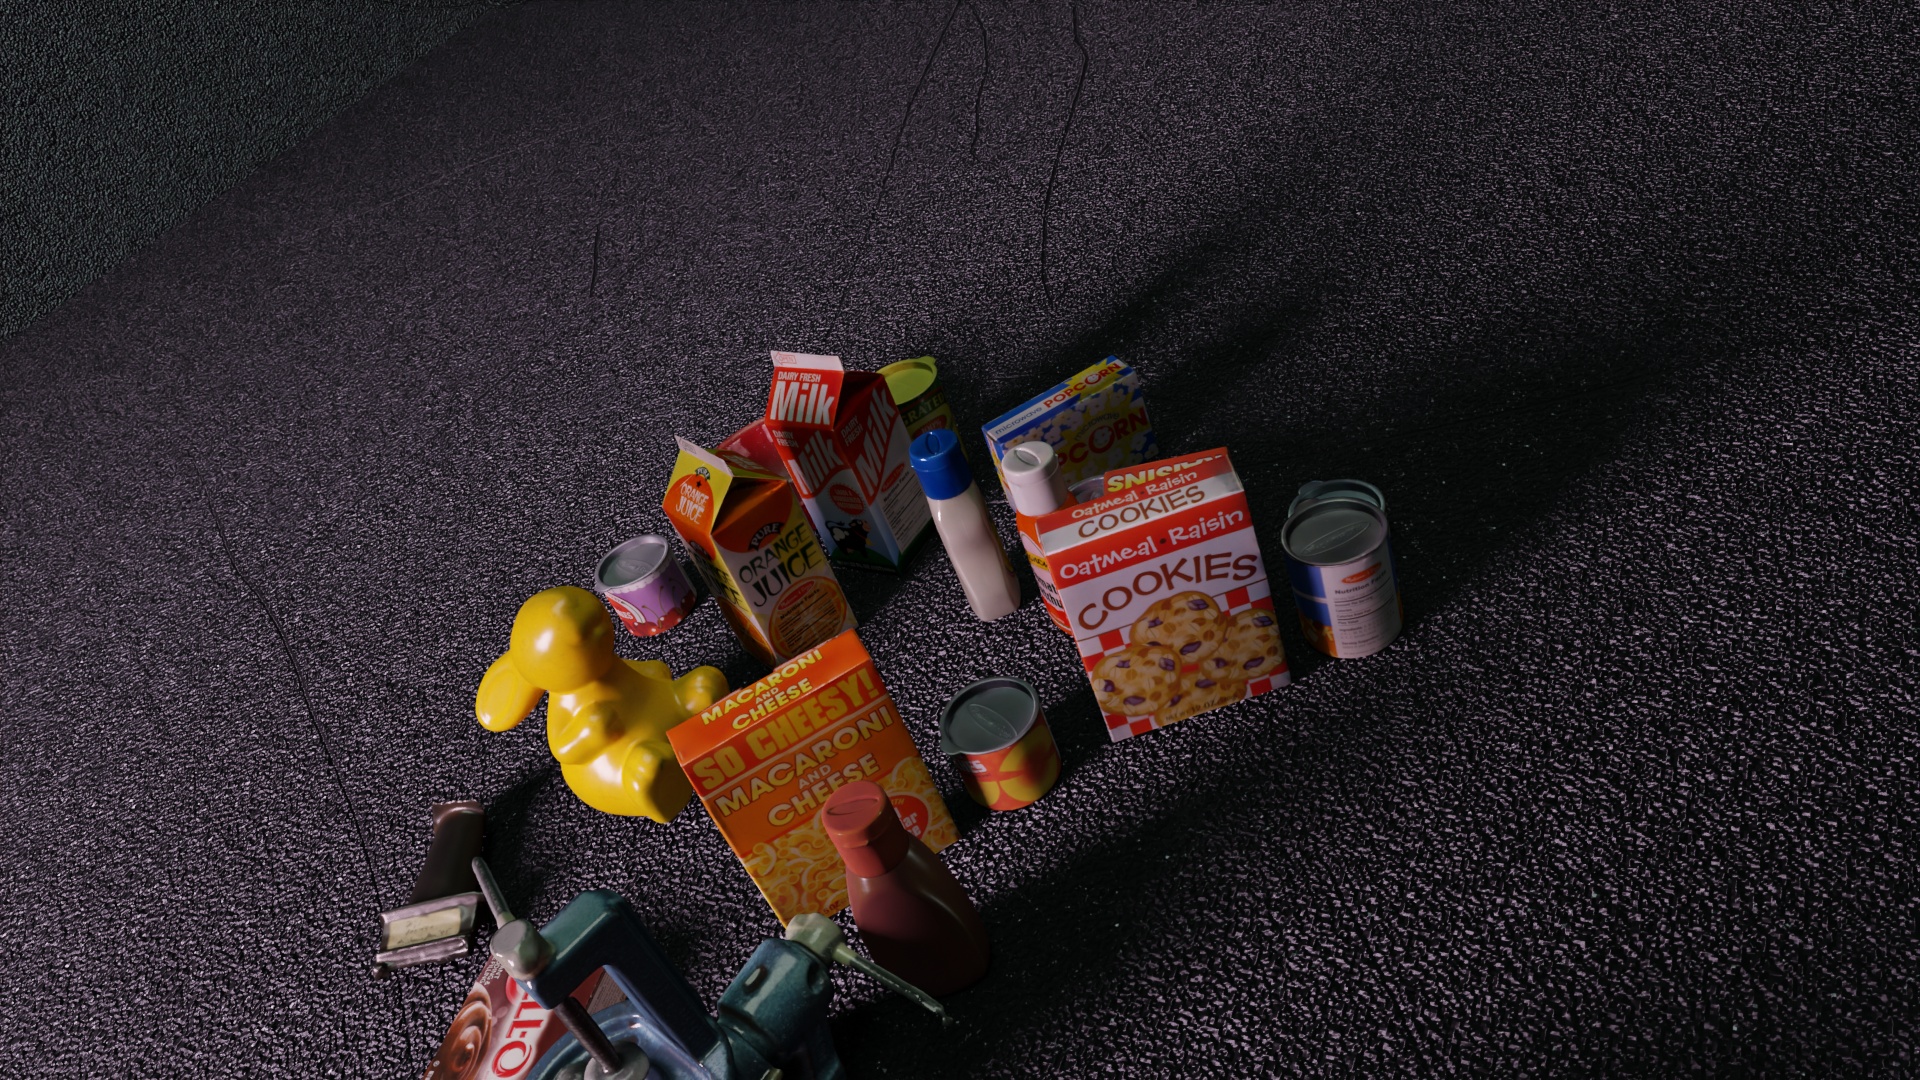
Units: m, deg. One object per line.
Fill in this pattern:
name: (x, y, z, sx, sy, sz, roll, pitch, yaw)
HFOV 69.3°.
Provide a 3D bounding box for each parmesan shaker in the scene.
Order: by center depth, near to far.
parmesan shaker: (-0.033, -0.093, 1.166, 0.071, 0.102, 0.072, -14, 37, 11)

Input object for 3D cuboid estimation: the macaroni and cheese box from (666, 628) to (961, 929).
macaroni and cheese box: (-0.084, 0.148, 0.835, 0.124, 0.165, 0.040, -29, 37, -9)

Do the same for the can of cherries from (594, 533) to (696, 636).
can of cherries: (-0.263, 0.039, 1.155, 0.071, 0.058, 0.072, -14, 37, 11)

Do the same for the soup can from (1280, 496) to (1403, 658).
soup can: (0.245, 0.023, 0.894, 0.071, 0.083, 0.072, -14, 37, 11)

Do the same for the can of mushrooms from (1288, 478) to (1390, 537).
can of mushrooms: (0.264, -0.012, 0.970, 0.071, 0.033, 0.071, -14, 37, 11)

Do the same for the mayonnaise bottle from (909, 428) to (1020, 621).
mayonnaise bottle: (0.004, -0.013, 1.008, 0.041, 0.147, 0.065, -20, 36, 3)

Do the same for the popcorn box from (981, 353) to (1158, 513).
popcorn box: (0.088, -0.080, 1.102, 0.127, 0.085, 0.038, -29, 37, -10)

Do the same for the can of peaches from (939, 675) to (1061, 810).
can of peaches: (0.025, 0.132, 0.891, 0.071, 0.057, 0.071, -14, 37, 11)

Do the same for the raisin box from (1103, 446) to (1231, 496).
raisin box: (0.151, 0.003, 0.934, 0.086, 0.123, 0.040, -11, 38, 15)

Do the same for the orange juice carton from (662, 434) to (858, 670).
orange juice carton: (-0.153, 0.006, 1.028, 0.073, 0.191, 0.072, -39, 39, -21)

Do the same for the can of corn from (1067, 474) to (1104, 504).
can of corn: (0.110, -0.007, 1.021, 0.071, 0.058, 0.071, -14, 37, 11)

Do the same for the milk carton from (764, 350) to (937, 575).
milk carton: (-0.087, -0.068, 1.089, 0.072, 0.189, 0.074, 8, 46, 35)

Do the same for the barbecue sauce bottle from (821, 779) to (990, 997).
barbecue sauce bottle: (-0.033, 0.193, 0.766, 0.065, 0.148, 0.044, -15, 37, 10)

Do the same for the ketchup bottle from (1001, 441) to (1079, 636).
ketchup bottle: (0.067, -0.001, 0.960, 0.044, 0.148, 0.065, -34, 38, -15)

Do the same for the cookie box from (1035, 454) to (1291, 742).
cookie box: (0.128, 0.039, 0.863, 0.123, 0.166, 0.040, -19, 36, 5)
